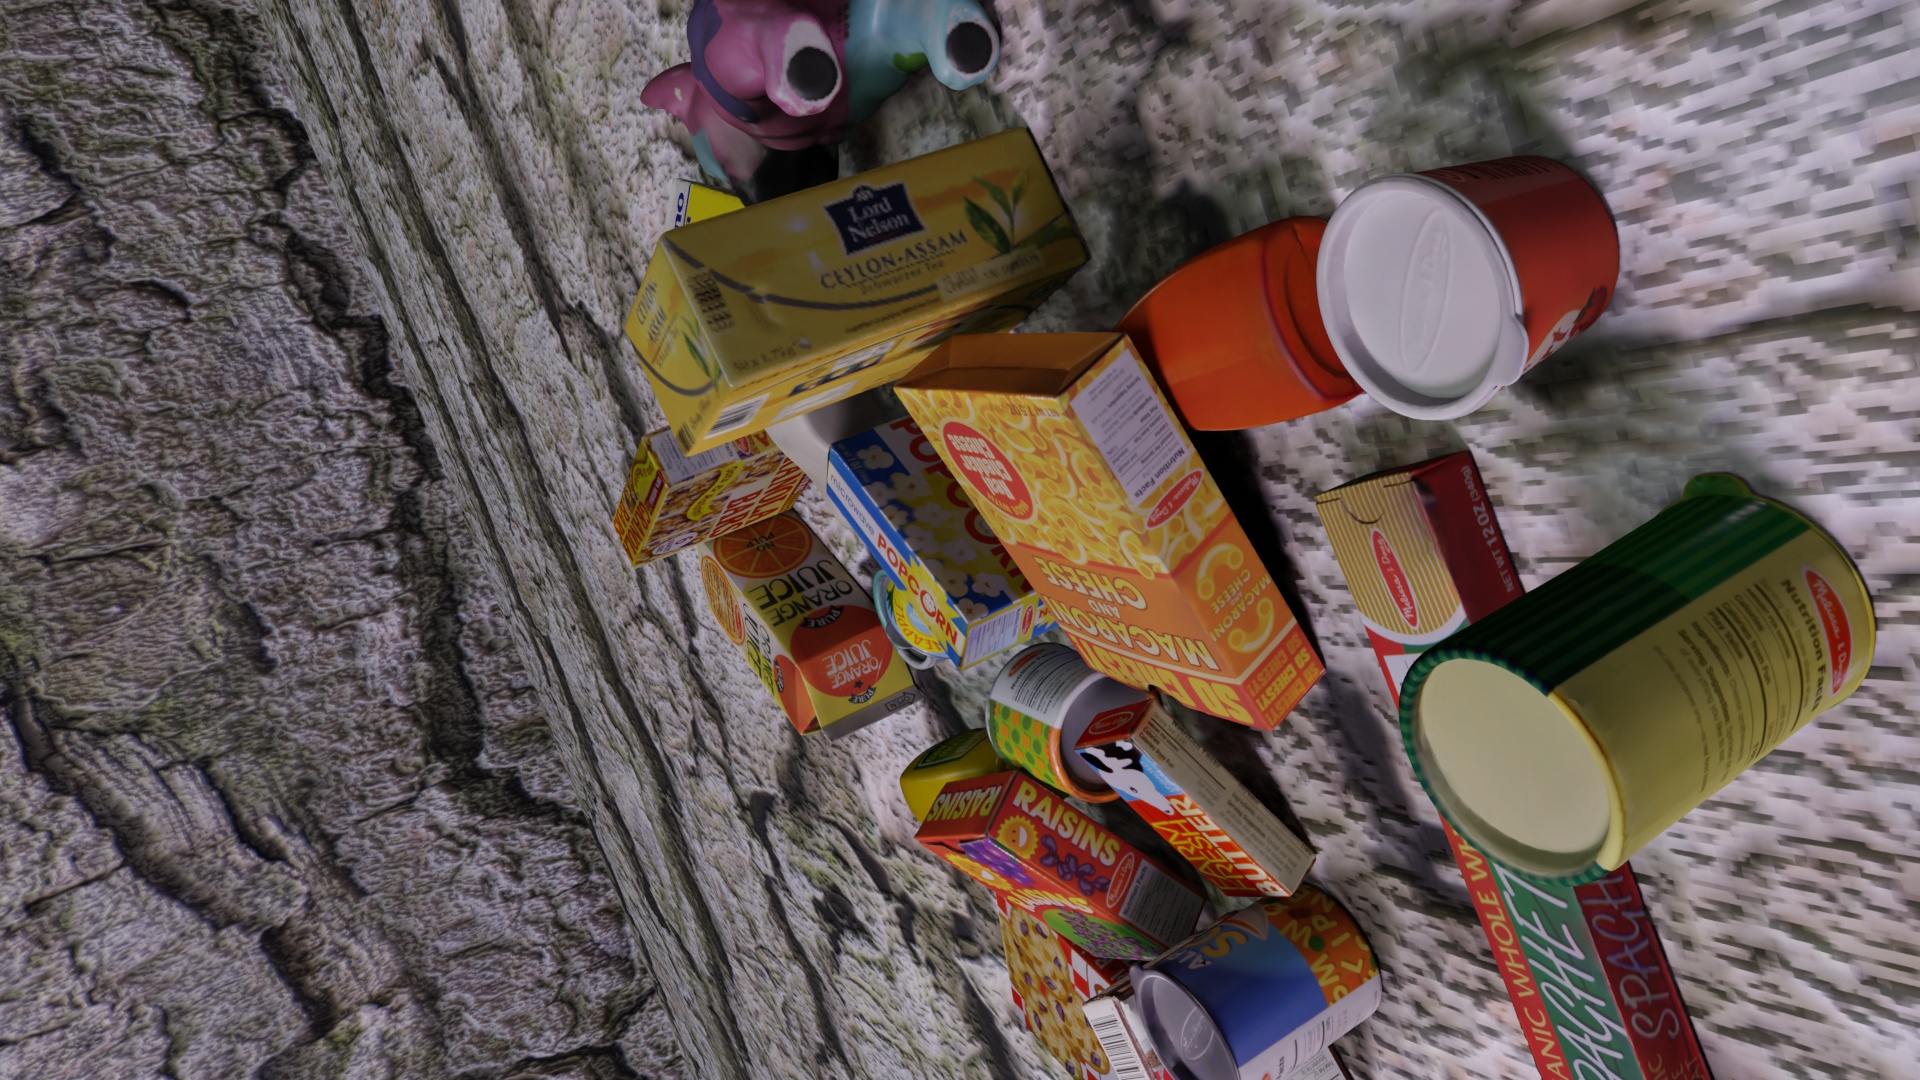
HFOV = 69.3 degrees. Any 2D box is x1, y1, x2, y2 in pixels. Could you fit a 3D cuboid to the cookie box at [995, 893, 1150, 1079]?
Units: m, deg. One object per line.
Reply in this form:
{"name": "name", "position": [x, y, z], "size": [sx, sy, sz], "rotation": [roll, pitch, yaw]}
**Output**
{"name": "cookie box", "position": [0.086, 0.270, 0.792], "size": [0.168, 0.040, 0.122], "rotation": [33, 139, 51]}

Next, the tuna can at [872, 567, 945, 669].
{"name": "tuna can", "position": [-0.023, 0.038, 0.817], "size": [0.071, 0.033, 0.070], "rotation": [43, 146, 39]}

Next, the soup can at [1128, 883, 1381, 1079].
{"name": "soup can", "position": [0.126, 0.193, 0.598], "size": [0.071, 0.084, 0.071], "rotation": [43, 145, 40]}

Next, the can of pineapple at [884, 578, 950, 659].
{"name": "can of pineapple", "position": [-0.004, 0.021, 0.725], "size": [0.071, 0.071, 0.057], "rotation": [54, 152, 24]}

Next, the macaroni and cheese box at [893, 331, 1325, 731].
{"name": "macaroni and cheese box", "position": [0.057, -0.005, 0.556], "size": [0.166, 0.040, 0.124], "rotation": [55, 160, -24]}

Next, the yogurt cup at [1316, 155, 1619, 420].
{"name": "yogurt cup", "position": [0.141, -0.073, 0.383], "size": [0.072, 0.054, 0.072], "rotation": [43, 146, 40]}

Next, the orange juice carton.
{"name": "orange juice carton", "position": [-0.106, 0.062, 0.952], "size": [0.193, 0.072, 0.072], "rotation": [46, 148, 37]}

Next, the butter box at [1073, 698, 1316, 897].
{"name": "butter box", "position": [0.102, 0.115, 0.607], "size": [0.103, 0.024, 0.053], "rotation": [44, 155, -7]}

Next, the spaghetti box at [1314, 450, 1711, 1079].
{"name": "spaghetti box", "position": [0.186, 0.092, 0.462], "size": [0.050, 0.029, 0.250], "rotation": [-17, 95, 64]}

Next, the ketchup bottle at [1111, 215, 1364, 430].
{"name": "ketchup bottle", "position": [0.085, -0.069, 0.508], "size": [0.148, 0.044, 0.064], "rotation": [-10, 104, 64]}

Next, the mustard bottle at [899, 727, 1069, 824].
{"name": "mustard bottle", "position": [0.024, 0.130, 0.774], "size": [0.049, 0.065, 0.159], "rotation": [60, 148, -3]}

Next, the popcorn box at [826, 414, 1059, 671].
{"name": "popcorn box", "position": [0.002, -0.008, 0.669], "size": [0.127, 0.085, 0.038], "rotation": [52, 150, 29]}

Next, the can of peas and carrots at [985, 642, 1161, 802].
{"name": "can of peas and carrots", "position": [0.056, 0.089, 0.670], "size": [0.059, 0.071, 0.070], "rotation": [14, 123, 58]}

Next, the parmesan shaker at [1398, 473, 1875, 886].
{"name": "parmesan shaker", "position": [0.171, 0.033, 0.356], "size": [0.071, 0.103, 0.071], "rotation": [44, 146, 40]}

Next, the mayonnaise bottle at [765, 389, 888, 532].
{"name": "mayonnaise bottle", "position": [-0.054, -0.040, 0.748], "size": [0.041, 0.065, 0.147], "rotation": [-6, 135, 29]}

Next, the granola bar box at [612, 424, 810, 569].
{"name": "granola bar box", "position": [-0.151, -0.043, 0.891], "size": [0.039, 0.124, 0.165], "rotation": [63, 154, 8]}

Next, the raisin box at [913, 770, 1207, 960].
{"name": "raisin box", "position": [0.049, 0.166, 0.703], "size": [0.123, 0.040, 0.086], "rotation": [35, 155, -13]}
